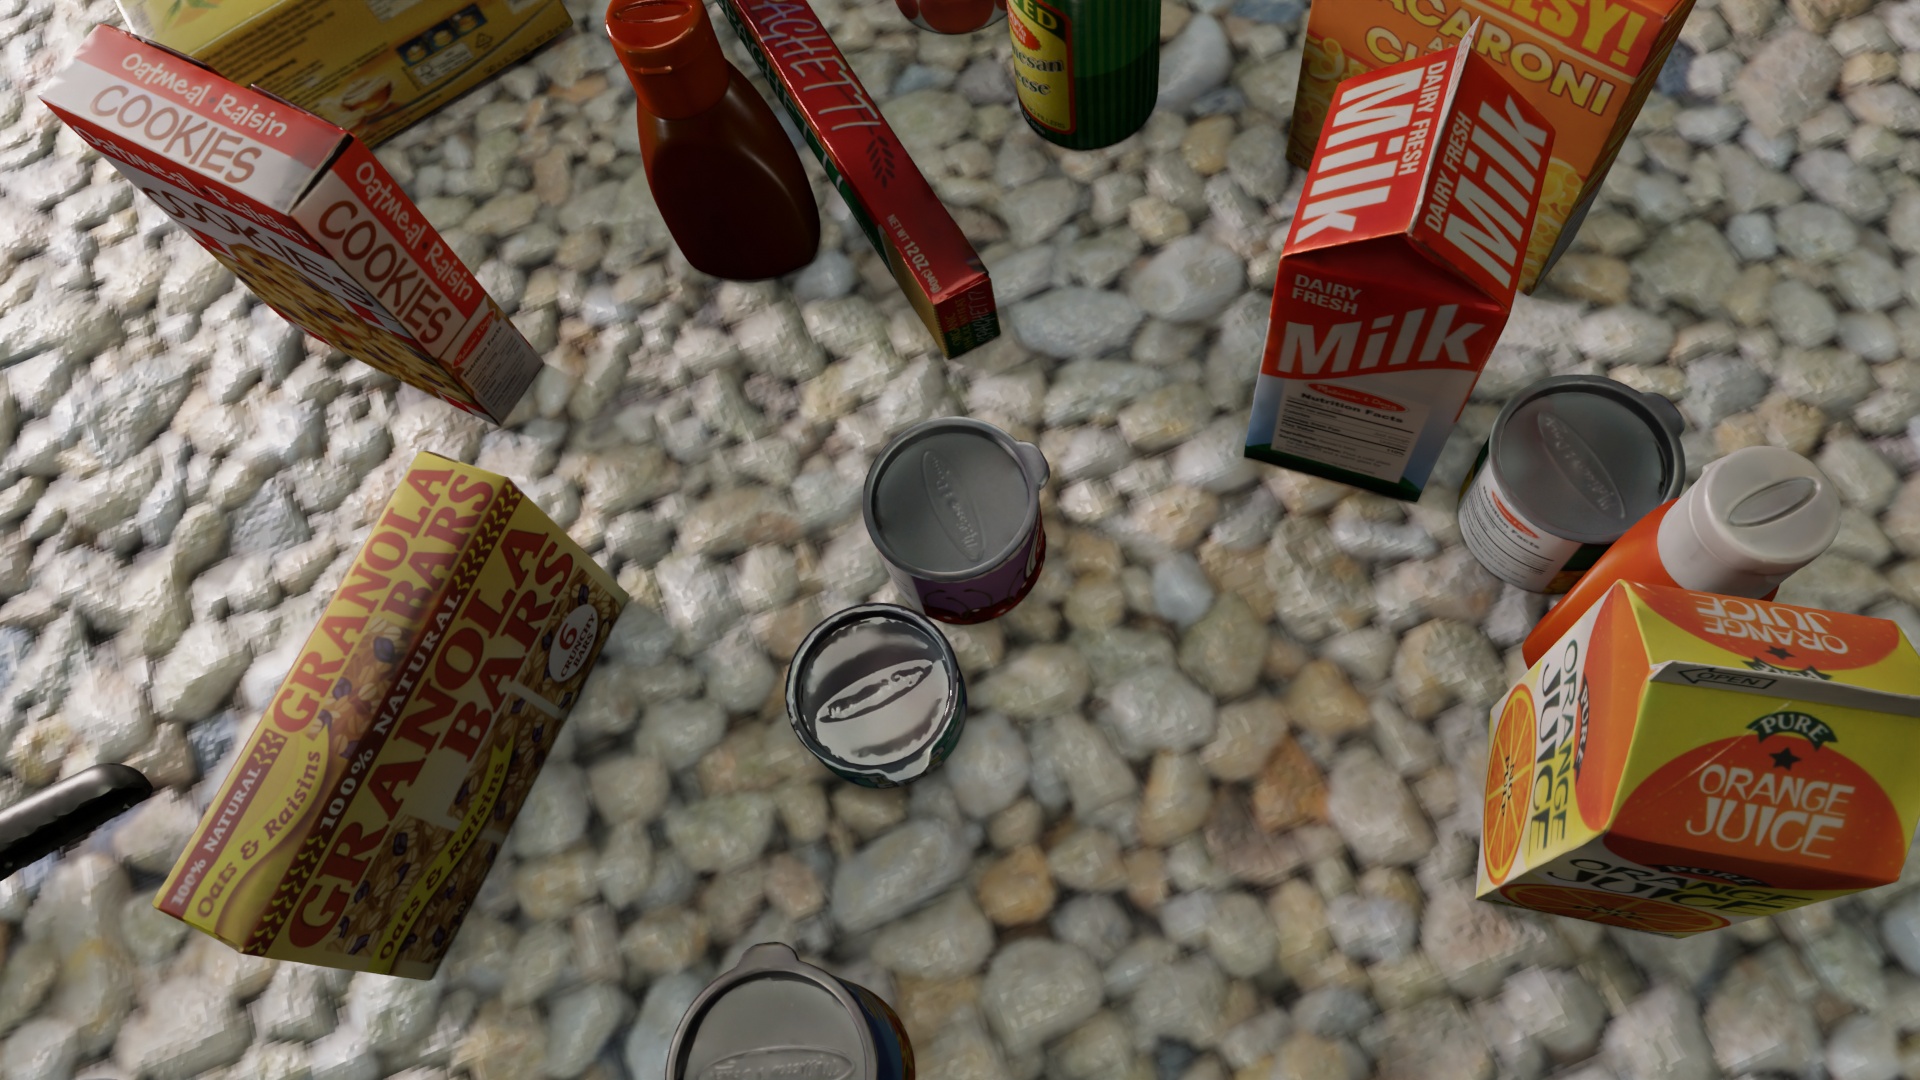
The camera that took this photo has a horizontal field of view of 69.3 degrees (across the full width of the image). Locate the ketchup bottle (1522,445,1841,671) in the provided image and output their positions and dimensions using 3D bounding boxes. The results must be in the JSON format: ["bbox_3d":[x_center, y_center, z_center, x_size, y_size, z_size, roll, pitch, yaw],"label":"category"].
[{"bbox_3d":[0.233,0.015,0.454,0.065,0.148,0.043,-24,68,-3],"label":"ketchup bottle"}]

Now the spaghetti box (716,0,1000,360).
[{"bbox_3d":[-0.056,-0.189,0.623,0.029,0.050,0.251,-29,68,-5],"label":"spaghetti box"}]

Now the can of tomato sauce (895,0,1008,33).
[{"bbox_3d":[-0.007,-0.285,0.637,0.071,0.083,0.071,-2,69,6],"label":"can of tomato sauce"}]

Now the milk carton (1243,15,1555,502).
[{"bbox_3d":[0.150,-0.089,0.483,0.073,0.190,0.072,17,72,13],"label":"milk carton"}]

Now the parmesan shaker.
[{"bbox_3d":[0.054,-0.222,0.594,0.071,0.102,0.071,-2,69,6],"label":"parmesan shaker"}]

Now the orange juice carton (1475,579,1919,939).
[{"bbox_3d":[0.213,0.067,0.412,0.072,0.192,0.073,9,70,10],"label":"orange juice carton"}]

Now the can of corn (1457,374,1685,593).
[{"bbox_3d":[0.227,-0.021,0.518,0.071,0.058,0.071,-2,68,6],"label":"can of corn"}]

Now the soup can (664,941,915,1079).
[{"bbox_3d":[-0.053,0.174,0.460,0.071,0.083,0.071,-2,69,6],"label":"soup can"}]

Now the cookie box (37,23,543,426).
[{"bbox_3d":[-0.256,-0.119,0.555,0.123,0.167,0.040,25,74,15],"label":"cookie box"}]

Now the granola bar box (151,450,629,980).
[{"bbox_3d":[-0.192,0.067,0.497,0.039,0.124,0.166,19,72,14],"label":"granola bar box"}]

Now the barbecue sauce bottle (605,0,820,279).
[{"bbox_3d":[-0.102,-0.162,0.564,0.065,0.148,0.044,-2,69,6],"label":"barbecue sauce bottle"}]

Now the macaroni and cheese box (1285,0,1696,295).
[{"bbox_3d":[0.192,-0.179,0.526,0.124,0.166,0.040,36,77,18],"label":"macaroni and cheese box"}]

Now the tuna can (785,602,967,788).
[{"bbox_3d":[-0.030,0.062,0.529,0.071,0.032,0.071,-2,68,6],"label":"tuna can"}]

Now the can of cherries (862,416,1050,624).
[{"bbox_3d":[0.002,-0.007,0.539,0.071,0.058,0.072,-2,68,6],"label":"can of cherries"}]
